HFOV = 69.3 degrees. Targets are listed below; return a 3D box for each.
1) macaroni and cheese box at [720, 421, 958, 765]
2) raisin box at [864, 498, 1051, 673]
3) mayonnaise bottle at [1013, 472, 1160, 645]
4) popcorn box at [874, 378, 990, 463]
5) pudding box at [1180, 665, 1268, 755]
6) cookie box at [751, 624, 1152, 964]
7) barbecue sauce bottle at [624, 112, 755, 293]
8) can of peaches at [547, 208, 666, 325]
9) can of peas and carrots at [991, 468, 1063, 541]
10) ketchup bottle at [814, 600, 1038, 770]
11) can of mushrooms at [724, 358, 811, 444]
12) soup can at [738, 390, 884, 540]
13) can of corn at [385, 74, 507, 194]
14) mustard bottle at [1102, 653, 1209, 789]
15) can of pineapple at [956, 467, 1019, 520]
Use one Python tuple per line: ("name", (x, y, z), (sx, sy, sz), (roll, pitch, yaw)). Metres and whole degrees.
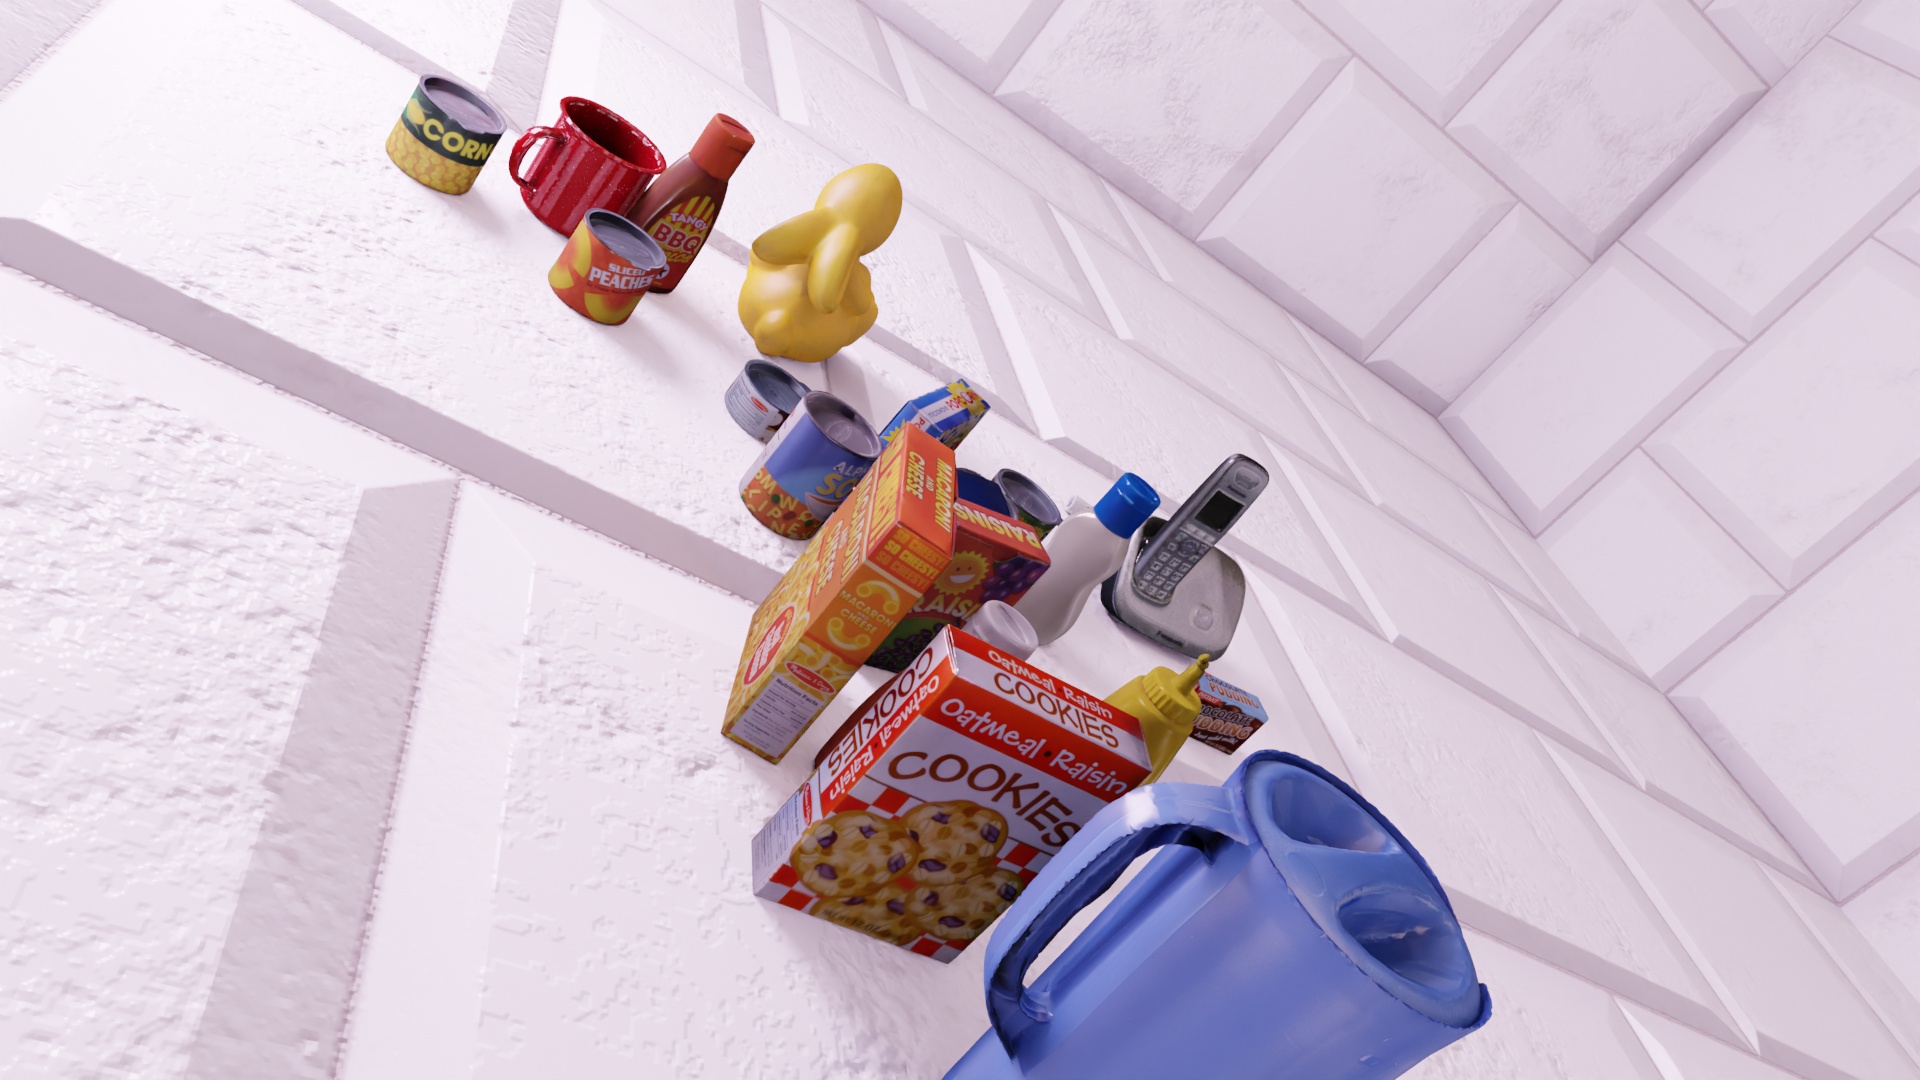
("macaroni and cheese box", (-0.065, 0.027, 0.779), (0.040, 0.166, 0.124), (34, 24, -17))
("raisin box", (-0.013, 0.033, 0.902), (0.086, 0.123, 0.040), (21, 30, -39))
("mayonnaise bottle", (0.093, 0.012, 1.069), (0.065, 0.147, 0.041), (47, 24, 12))
("popcorn box", (-0.032, -0.081, 1.120), (0.038, 0.085, 0.127), (43, 23, 4))
("pudding box", (0.206, 0.139, 1.140), (0.083, 0.049, 0.030), (27, 27, -30))
("cookie box", (-0.006, 0.130, 0.688), (0.123, 0.167, 0.040), (29, 26, -27))
("barbecue sauce bottle", (-0.215, -0.263, 1.082), (0.065, 0.148, 0.044), (12, 37, -49))
("can of peaches", (-0.258, -0.198, 1.017), (0.071, 0.058, 0.071), (33, 24, -17))
("can of peas and carrots", (0.042, -0.015, 1.151), (0.071, 0.058, 0.071), (33, 24, -17))
("ketchup bottle", (-0.018, 0.095, 0.755), (0.043, 0.148, 0.065), (9, 39, -52))
("can of mushrooms", (-0.143, -0.104, 1.058), (0.071, 0.033, 0.071), (33, 24, -17))
("soup can", (-0.102, -0.049, 0.961), (0.071, 0.083, 0.072), (33, 24, -17))
("can of corn", (-0.373, -0.292, 1.008), (0.071, 0.058, 0.071), (33, 24, -17))
("mustard bottle", (0.106, 0.126, 0.873), (0.065, 0.159, 0.049), (42, 23, 2))
("can of pineapple", (0.004, -0.014, 1.092), (0.071, 0.057, 0.071), (33, 24, -17))
